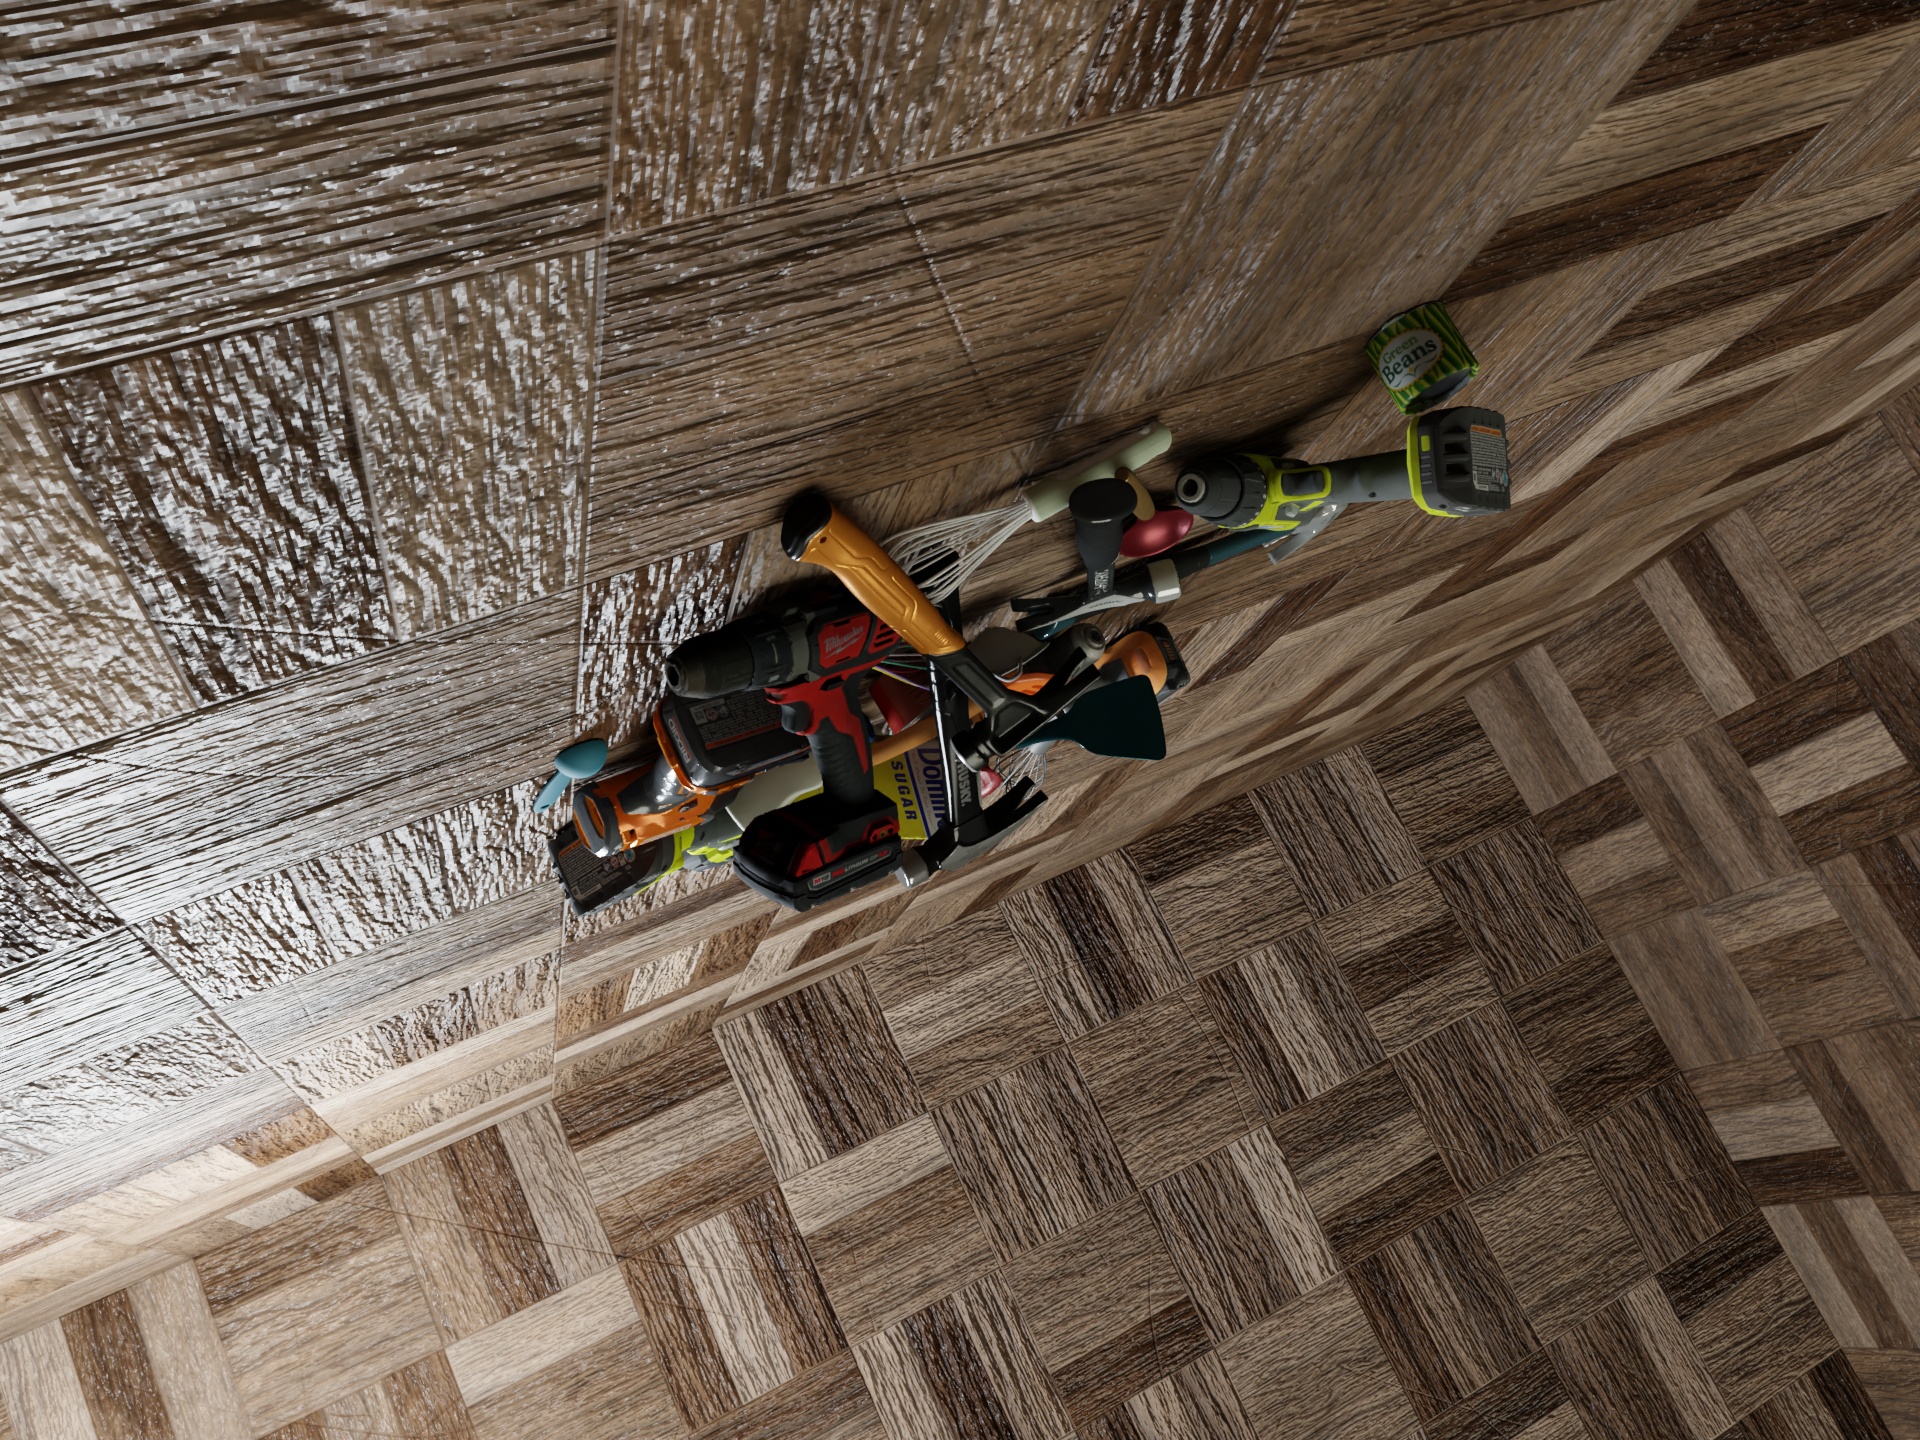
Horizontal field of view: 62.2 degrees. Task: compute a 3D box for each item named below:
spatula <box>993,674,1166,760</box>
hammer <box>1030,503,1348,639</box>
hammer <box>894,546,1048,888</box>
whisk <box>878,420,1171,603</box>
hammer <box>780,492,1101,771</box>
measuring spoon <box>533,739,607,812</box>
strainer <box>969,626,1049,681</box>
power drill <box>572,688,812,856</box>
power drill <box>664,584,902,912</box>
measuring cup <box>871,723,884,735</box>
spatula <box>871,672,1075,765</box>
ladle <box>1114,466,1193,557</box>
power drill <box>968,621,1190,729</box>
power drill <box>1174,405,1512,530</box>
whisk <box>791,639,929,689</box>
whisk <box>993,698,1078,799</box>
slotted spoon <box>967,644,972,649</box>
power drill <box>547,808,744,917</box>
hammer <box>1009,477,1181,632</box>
[{"bbox_3d":[0.028,0.029,1.471,0.317,0.082,0.044,-14,167,12],"label":"spatula"},{"bbox_3d":[0.216,-0.150,1.488,0.331,0.033,0.128,-23,166,-15],"label":"hammer"},{"bbox_3d":[-0.002,-0.004,1.289,0.146,0.035,0.334,-27,139,-20],"label":"hammer"},{"bbox_3d":[0.043,-0.149,1.134,0.246,0.059,0.058,-29,-156,-4],"label":"whisk"},{"bbox_3d":[-0.017,-0.067,1.110,0.127,0.034,0.336,-38,145,8],"label":"hammer"},{"bbox_3d":[-0.314,0.053,1.269,0.042,0.021,0.128,-16,162,-39],"label":"measuring spoon"},{"bbox_3d":[0.034,-0.056,1.431,0.087,0.050,0.258,-28,180,1],"label":"strainer"},{"bbox_3d":[-0.203,0.032,1.289,0.164,0.084,0.226,-19,169,-39],"label":"power drill"},{"bbox_3d":[-0.123,0.019,1.148,0.188,0.226,0.080,-20,-150,-39],"label":"power drill"},{"bbox_3d":[-0.114,0.032,1.576,0.083,0.038,0.167,-25,-178,-8],"label":"measuring cup"},{"bbox_3d":[0.007,0.000,1.409,0.081,0.041,0.322,-23,-178,35],"label":"spatula"},{"bbox_3d":[0.139,-0.162,1.219,0.069,0.031,0.315,-26,175,10],"label":"ladle"},{"bbox_3d":[0.135,-0.049,1.632,0.226,0.084,0.185,-8,158,-41],"label":"power drill"},{"bbox_3d":[0.296,-0.190,1.248,0.228,0.080,0.190,-3,-177,35],"label":"power drill"},{"bbox_3d":[-0.071,-0.056,1.295,0.245,0.051,0.047,1,129,-55],"label":"whisk"},{"bbox_3d":[0.079,0.026,1.585,0.055,0.055,0.239,-22,166,-20],"label":"whisk"},{"bbox_3d":[-0.021,-0.008,1.598,0.070,0.031,0.313,-18,163,-18],"label":"slotted spoon"},{"bbox_3d":[-0.267,0.114,1.490,0.171,0.080,0.223,-31,169,30],"label":"power drill"},{"bbox_3d":[0.102,-0.123,1.215,0.149,0.036,0.409,-14,174,4],"label":"hammer"}]
